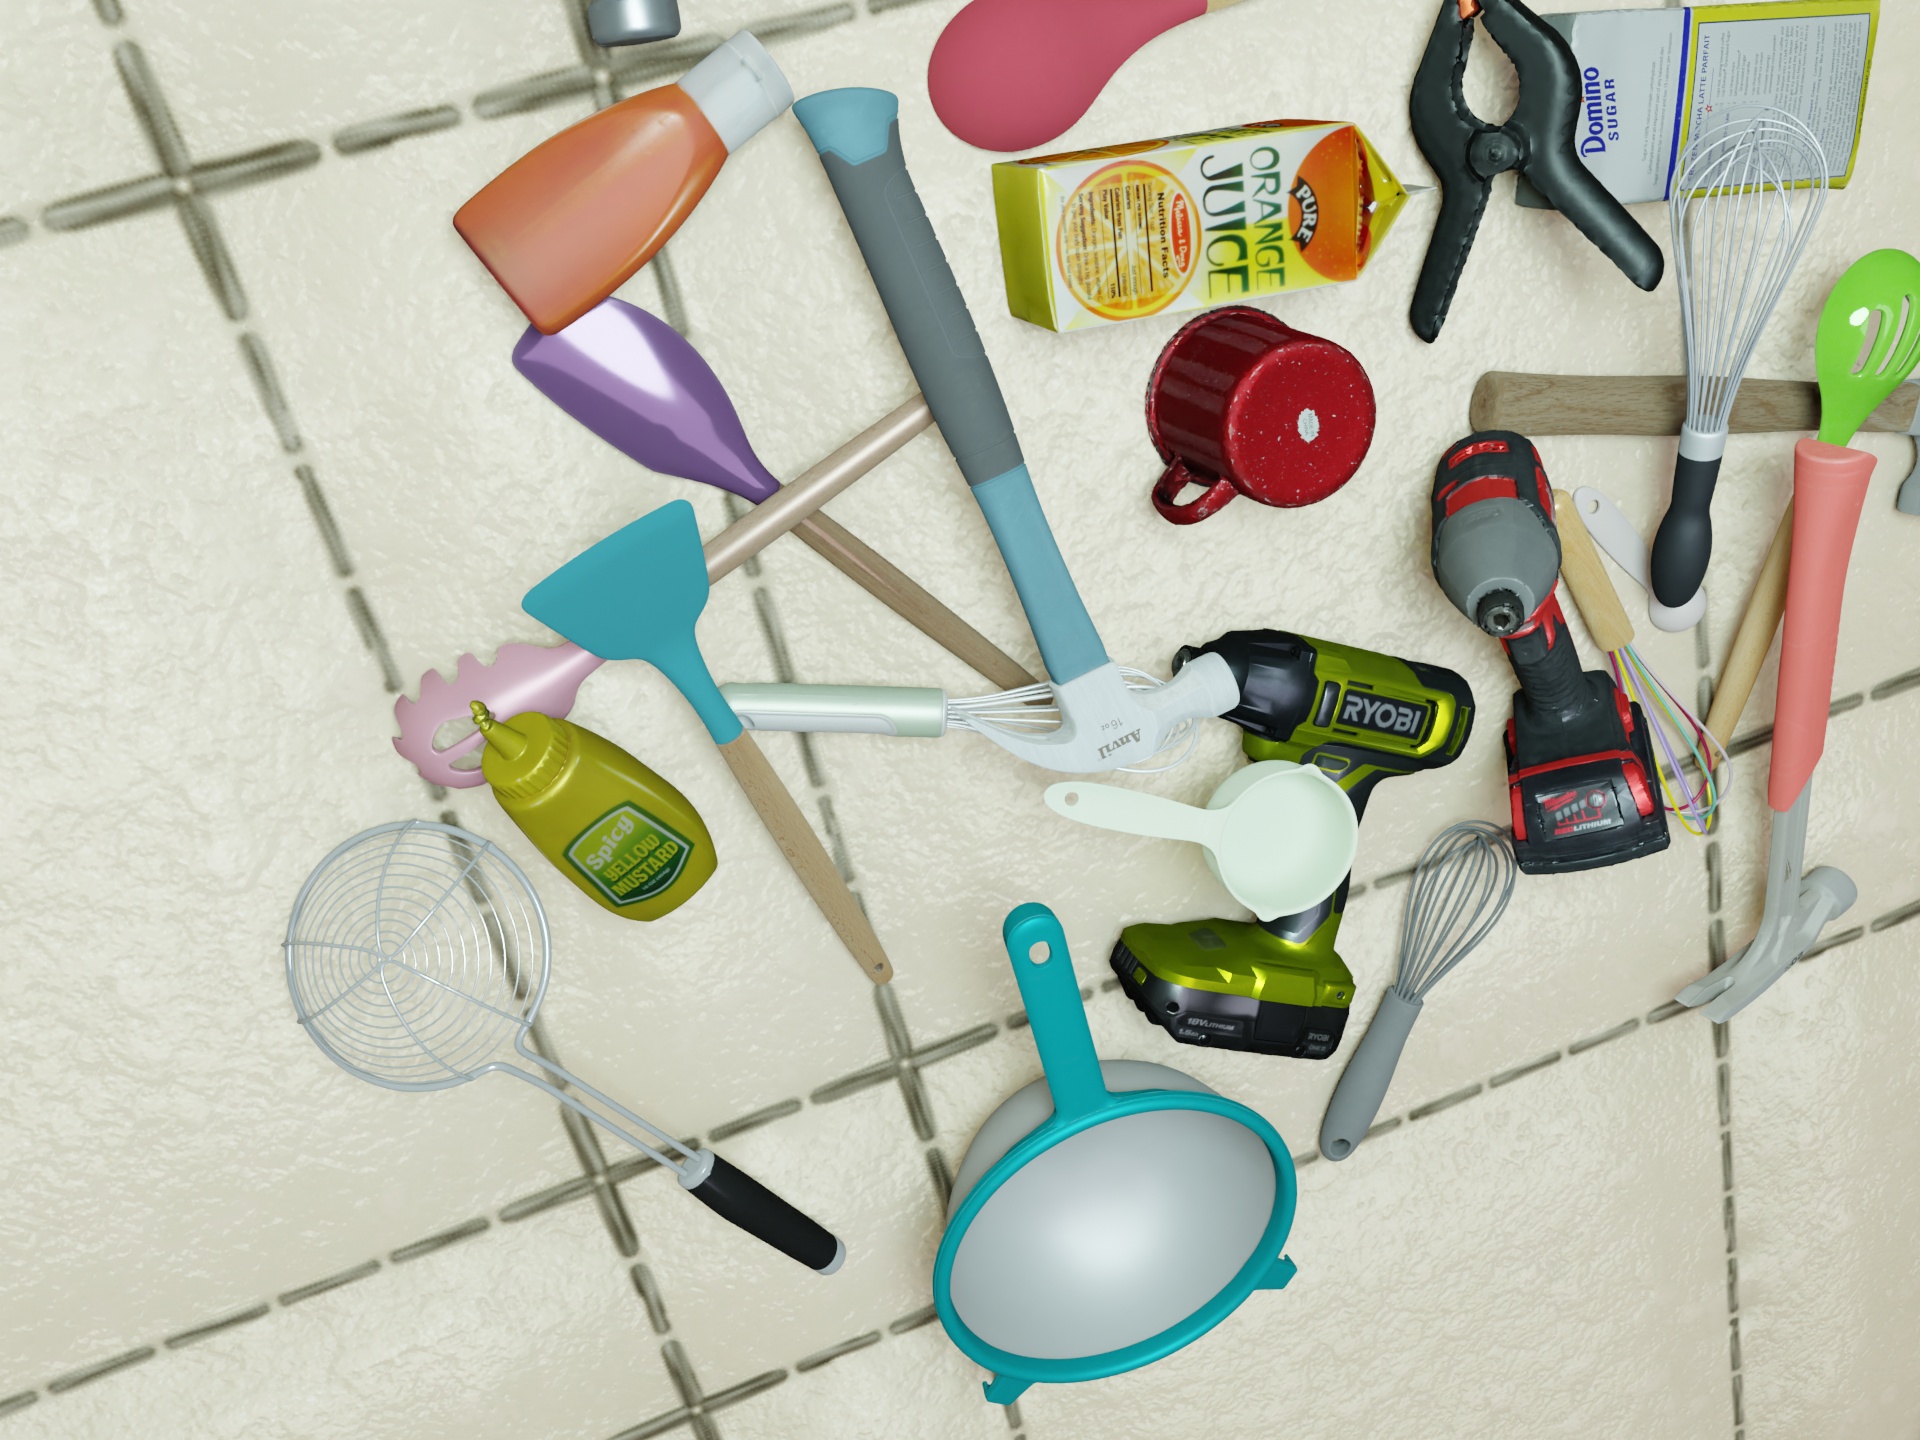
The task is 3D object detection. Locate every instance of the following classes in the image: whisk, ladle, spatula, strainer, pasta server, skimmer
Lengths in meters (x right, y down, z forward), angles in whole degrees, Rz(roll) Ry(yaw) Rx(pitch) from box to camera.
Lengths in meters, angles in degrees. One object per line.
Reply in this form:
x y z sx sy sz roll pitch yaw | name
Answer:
0.270 0.167 0.956 0.055 0.055 0.239 12 110 -21 | whisk
0.133 -0.340 0.732 0.315 0.031 0.069 -24 116 -9 | ladle
0.388 -0.031 0.921 0.047 0.051 0.244 -38 111 -10 | whisk
-0.001 -0.003 0.792 0.246 0.059 0.057 2 150 -6 | whisk
-0.070 -0.095 0.765 0.315 0.018 0.060 37 96 -24 | spatula
0.060 0.213 0.866 0.211 0.095 0.340 -20 122 -7 | strainer
0.386 -0.172 0.814 0.070 0.070 0.284 -19 130 -10 | whisk
-0.130 -0.066 0.740 0.316 0.040 0.060 -36 116 -1 | pasta server
-0.098 0.031 0.765 0.082 0.044 0.317 -34 126 -8 | spatula
-0.186 0.189 0.830 0.127 0.090 0.362 -44 126 -1 | skimmer

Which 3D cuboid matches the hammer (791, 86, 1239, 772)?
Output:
0.012 -0.125 0.720 0.128 0.033 0.331 -26 106 -7 | hammer

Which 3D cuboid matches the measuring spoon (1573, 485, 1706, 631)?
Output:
0.389 -0.092 0.908 0.124 0.018 0.034 38 95 -25 | measuring spoon

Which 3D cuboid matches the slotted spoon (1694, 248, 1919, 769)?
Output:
0.472 -0.105 0.896 0.070 0.031 0.313 -2 122 -13 | slotted spoon

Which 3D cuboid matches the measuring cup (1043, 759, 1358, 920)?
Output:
0.116 0.048 0.794 0.167 0.038 0.083 12 100 -15 | measuring cup

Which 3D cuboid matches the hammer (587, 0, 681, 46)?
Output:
0.024 -0.384 0.675 0.386 0.038 0.143 -12 111 -13 | hammer

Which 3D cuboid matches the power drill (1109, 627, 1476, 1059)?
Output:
0.169 0.063 0.869 0.171 0.080 0.223 11 103 -21 | power drill

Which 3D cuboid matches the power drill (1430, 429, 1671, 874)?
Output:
0.303 -0.030 0.834 0.078 0.143 0.219 -15 122 25 | power drill

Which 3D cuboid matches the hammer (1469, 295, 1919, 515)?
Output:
0.434 -0.177 0.883 0.331 0.031 0.130 -3 111 -16 | hammer

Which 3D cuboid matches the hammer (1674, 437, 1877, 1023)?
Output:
0.478 0.009 0.917 0.149 0.037 0.358 -30 126 -23 | hammer
